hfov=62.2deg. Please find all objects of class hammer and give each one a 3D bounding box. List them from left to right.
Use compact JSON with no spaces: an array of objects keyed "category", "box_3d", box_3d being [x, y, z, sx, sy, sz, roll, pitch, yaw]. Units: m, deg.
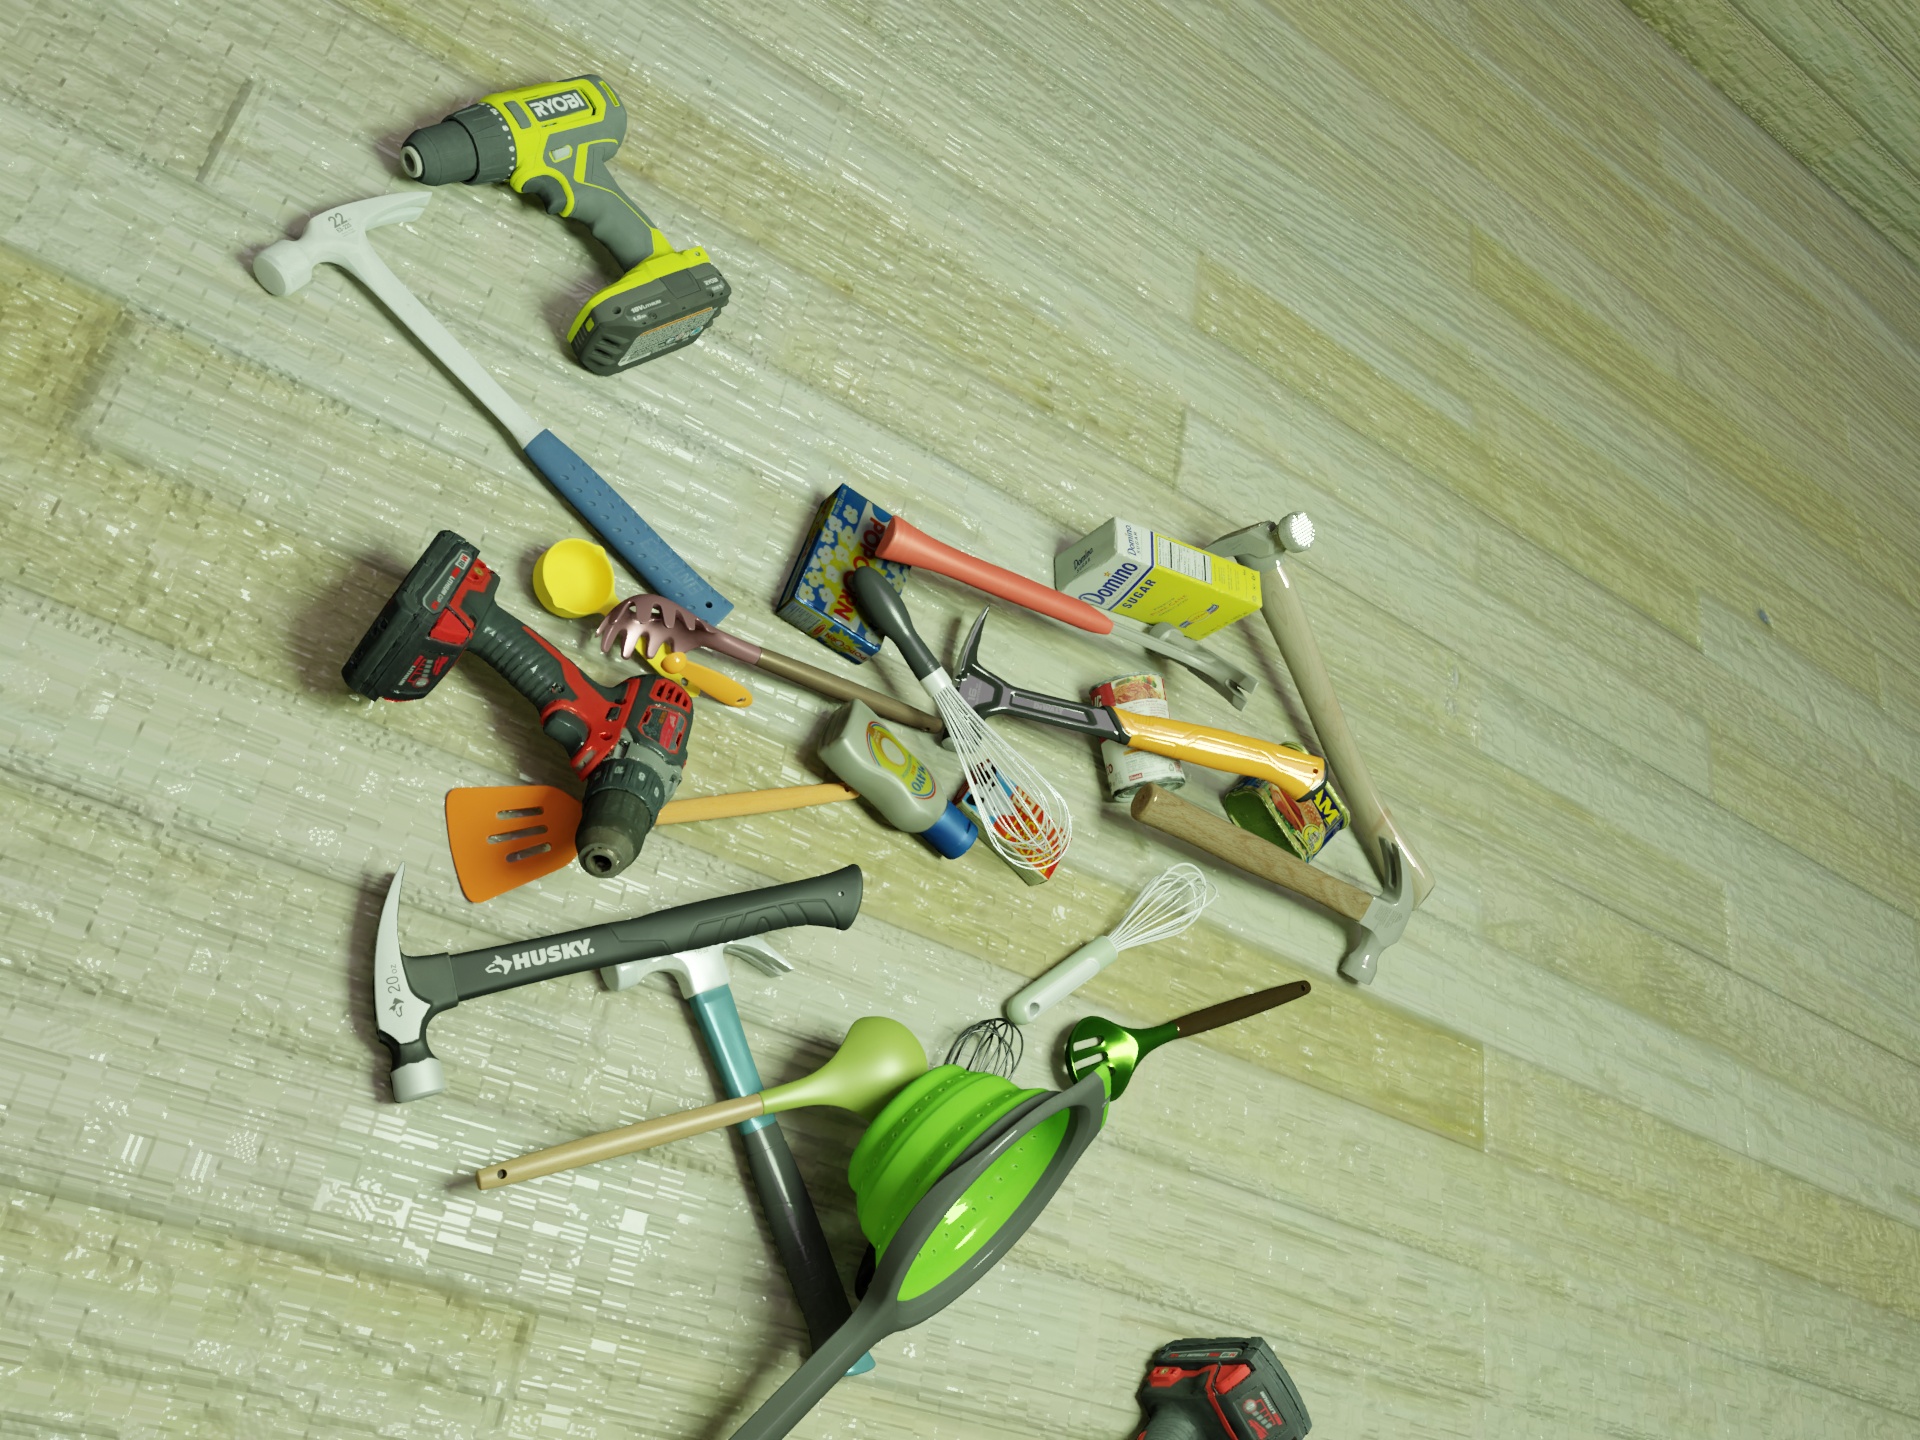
[{"category":"hammer","box_3d":[-0.321,-0.221,1.186,0.405,0.035,0.144,46,52,-11]},{"category":"hammer","box_3d":[-0.220,0.141,1.064,0.334,0.035,0.146,-10,77,-25]},{"category":"hammer","box_3d":[-0.136,0.296,1.102,0.128,0.033,0.331,-16,81,-38]},{"category":"hammer","box_3d":[0.088,-0.095,1.359,0.358,0.149,0.036,19,104,-31]},{"category":"hammer","box_3d":[0.156,0.002,1.357,0.336,0.034,0.127,15,72,-9]},{"category":"hammer","box_3d":[0.284,0.128,1.422,0.331,0.031,0.130,26,93,-29]},{"category":"hammer","box_3d":[0.351,0.002,1.547,0.038,0.146,0.410,-34,102,-39]}]

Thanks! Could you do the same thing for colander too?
[{"category":"colander","box_3d":[-0.066,0.351,1.047,0.397,0.204,0.095,-40,62,-22]}]

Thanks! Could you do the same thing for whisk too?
[{"category":"whisk","box_3d":[-0.017,0.319,1.172,0.055,0.055,0.239,40,57,-16]},{"category":"whisk","box_3d":[-0.001,-0.005,1.274,0.070,0.070,0.284,-36,93,-40]},{"category":"whisk","box_3d":[0.128,0.188,1.333,0.246,0.059,0.057,-29,117,-36]}]

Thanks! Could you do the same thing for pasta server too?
[{"category":"pasta server","box_3d":[-0.136,-0.035,1.225,0.316,0.060,0.040,22,54,-37]}]

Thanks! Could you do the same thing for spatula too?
[{"category":"spatula","box_3d":[-0.208,0.068,1.155,0.322,0.041,0.081,-5,73,-41]}]

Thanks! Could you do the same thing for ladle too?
[{"category":"ladle","box_3d":[-0.162,0.263,1.059,0.320,0.062,0.078,-9,79,-29]}]

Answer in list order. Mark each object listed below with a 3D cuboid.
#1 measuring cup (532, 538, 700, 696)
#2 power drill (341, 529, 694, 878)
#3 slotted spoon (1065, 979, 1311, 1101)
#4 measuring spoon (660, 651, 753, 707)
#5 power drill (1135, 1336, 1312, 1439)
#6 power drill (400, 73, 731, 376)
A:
[{"category":"measuring cup","box_3d":[-0.254,-0.070,1.183,0.156,0.029,0.062,47,54,-25]},{"category":"power drill","box_3d":[-0.286,-0.005,1.056,0.226,0.080,0.188,35,29,-20]},{"category":"slotted spoon","box_3d":[0.199,0.262,1.364,0.313,0.031,0.070,-8,76,-40]},{"category":"measuring spoon","box_3d":[-0.185,-0.026,1.178,0.011,0.021,0.116,62,12,26]},{"category":"power drill","box_3d":[0.150,0.543,1.135,0.219,0.143,0.078,-33,94,-42]},{"category":"power drill","box_3d":[-0.305,-0.391,1.245,0.190,0.080,0.228,-35,90,-40]}]
